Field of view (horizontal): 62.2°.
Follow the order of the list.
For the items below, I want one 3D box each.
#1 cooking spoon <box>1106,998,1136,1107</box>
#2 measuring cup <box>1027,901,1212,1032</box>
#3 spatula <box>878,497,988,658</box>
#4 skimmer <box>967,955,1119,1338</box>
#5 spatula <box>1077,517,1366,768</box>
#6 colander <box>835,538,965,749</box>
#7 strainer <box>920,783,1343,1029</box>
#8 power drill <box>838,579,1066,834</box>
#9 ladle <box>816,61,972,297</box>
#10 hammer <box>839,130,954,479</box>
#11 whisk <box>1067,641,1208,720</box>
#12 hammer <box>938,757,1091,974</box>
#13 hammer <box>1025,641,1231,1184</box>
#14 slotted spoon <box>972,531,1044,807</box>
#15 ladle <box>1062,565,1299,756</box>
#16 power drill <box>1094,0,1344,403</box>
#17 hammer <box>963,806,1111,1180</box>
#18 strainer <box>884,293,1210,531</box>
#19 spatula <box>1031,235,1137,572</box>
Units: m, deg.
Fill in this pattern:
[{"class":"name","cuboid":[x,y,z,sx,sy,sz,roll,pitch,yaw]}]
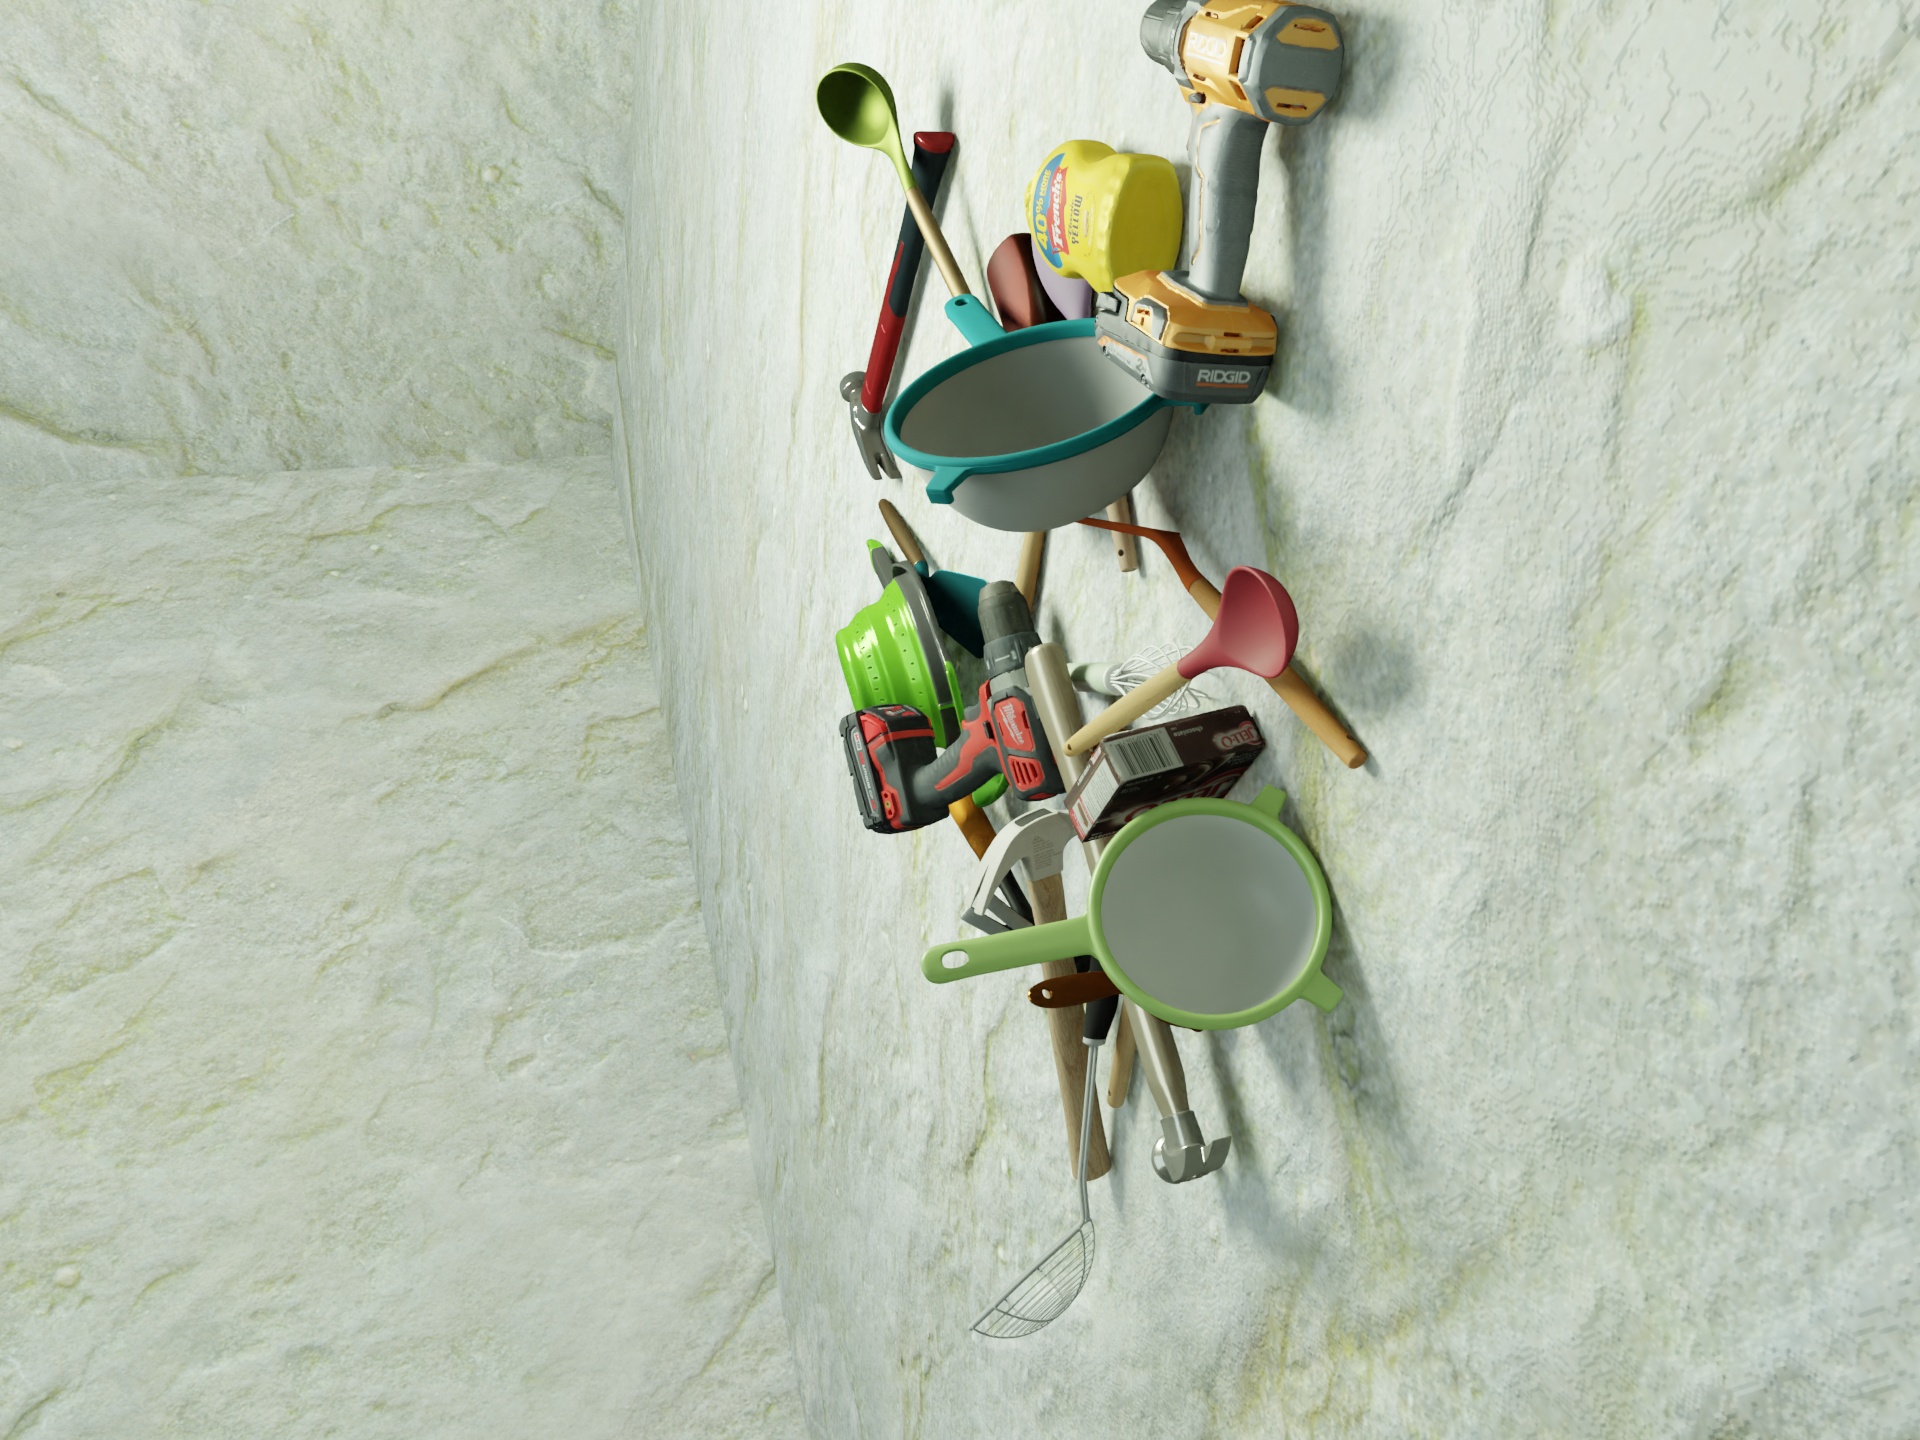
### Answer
[{"class":"cooking spoon","cuboid":[0.141,0.179,1.231,0.069,0.017,0.318,-123,33,-54]},{"class":"measuring cup","cuboid":[0.122,0.160,1.051,0.052,0.173,0.095,-48,57,42]},{"class":"spatula","cuboid":[-0.036,-0.166,1.630,0.318,0.044,0.082,-118,28,-57]},{"class":"skimmer","cuboid":[0.072,0.312,1.272,0.127,0.090,0.363,12,-96,-72]},{"class":"spatula","cuboid":[0.165,-0.066,1.043,0.323,0.081,0.041,57,132,44]},{"class":"colander","cuboid":[-0.085,-0.087,1.630,0.398,0.094,0.204,-116,11,-57]},{"class":"strainer","cuboid":[0.104,0.140,1.009,0.069,0.256,0.152,77,-178,-63]},{"class":"power drill","cuboid":[-0.002,-0.004,1.388,0.227,0.080,0.188,-22,79,42]},{"class":"ladle","cuboid":[-0.043,-0.451,1.427,0.320,0.062,0.078,66,149,12]},{"class":"hammer","cuboid":[-0.059,-0.413,1.591,0.386,0.038,0.143,112,145,-54]},{"class":"whisk","cuboid":[0.120,-0.030,1.188,0.059,0.057,0.246,-62,14,-5]},{"class":"hammer","cuboid":[0.019,0.115,1.455,0.034,0.127,0.337,-53,27,11]},{"class":"hammer","cuboid":[0.115,0.129,1.169,0.146,0.038,0.411,93,163,-70]},{"class":"slotted spoon","cuboid":[0.047,-0.055,1.417,0.070,0.031,0.313,-109,23,-54]},{"class":"ladle","cuboid":[0.135,-0.024,1.039,0.069,0.031,0.315,69,154,10]},{"class":"power drill","cuboid":[0.144,-0.328,0.973,0.186,0.084,0.226,-124,37,-54]},{"class":"hammer","cuboid":[0.083,0.231,1.306,0.031,0.130,0.331,25,128,62]},{"class":"strainer","cuboid":[0.045,-0.225,1.164,0.341,0.211,0.095,-114,5,-57]},{"class":"spatula","cuboid":[0.097,-0.265,1.209,0.060,0.018,0.316,-20,77,45]}]
